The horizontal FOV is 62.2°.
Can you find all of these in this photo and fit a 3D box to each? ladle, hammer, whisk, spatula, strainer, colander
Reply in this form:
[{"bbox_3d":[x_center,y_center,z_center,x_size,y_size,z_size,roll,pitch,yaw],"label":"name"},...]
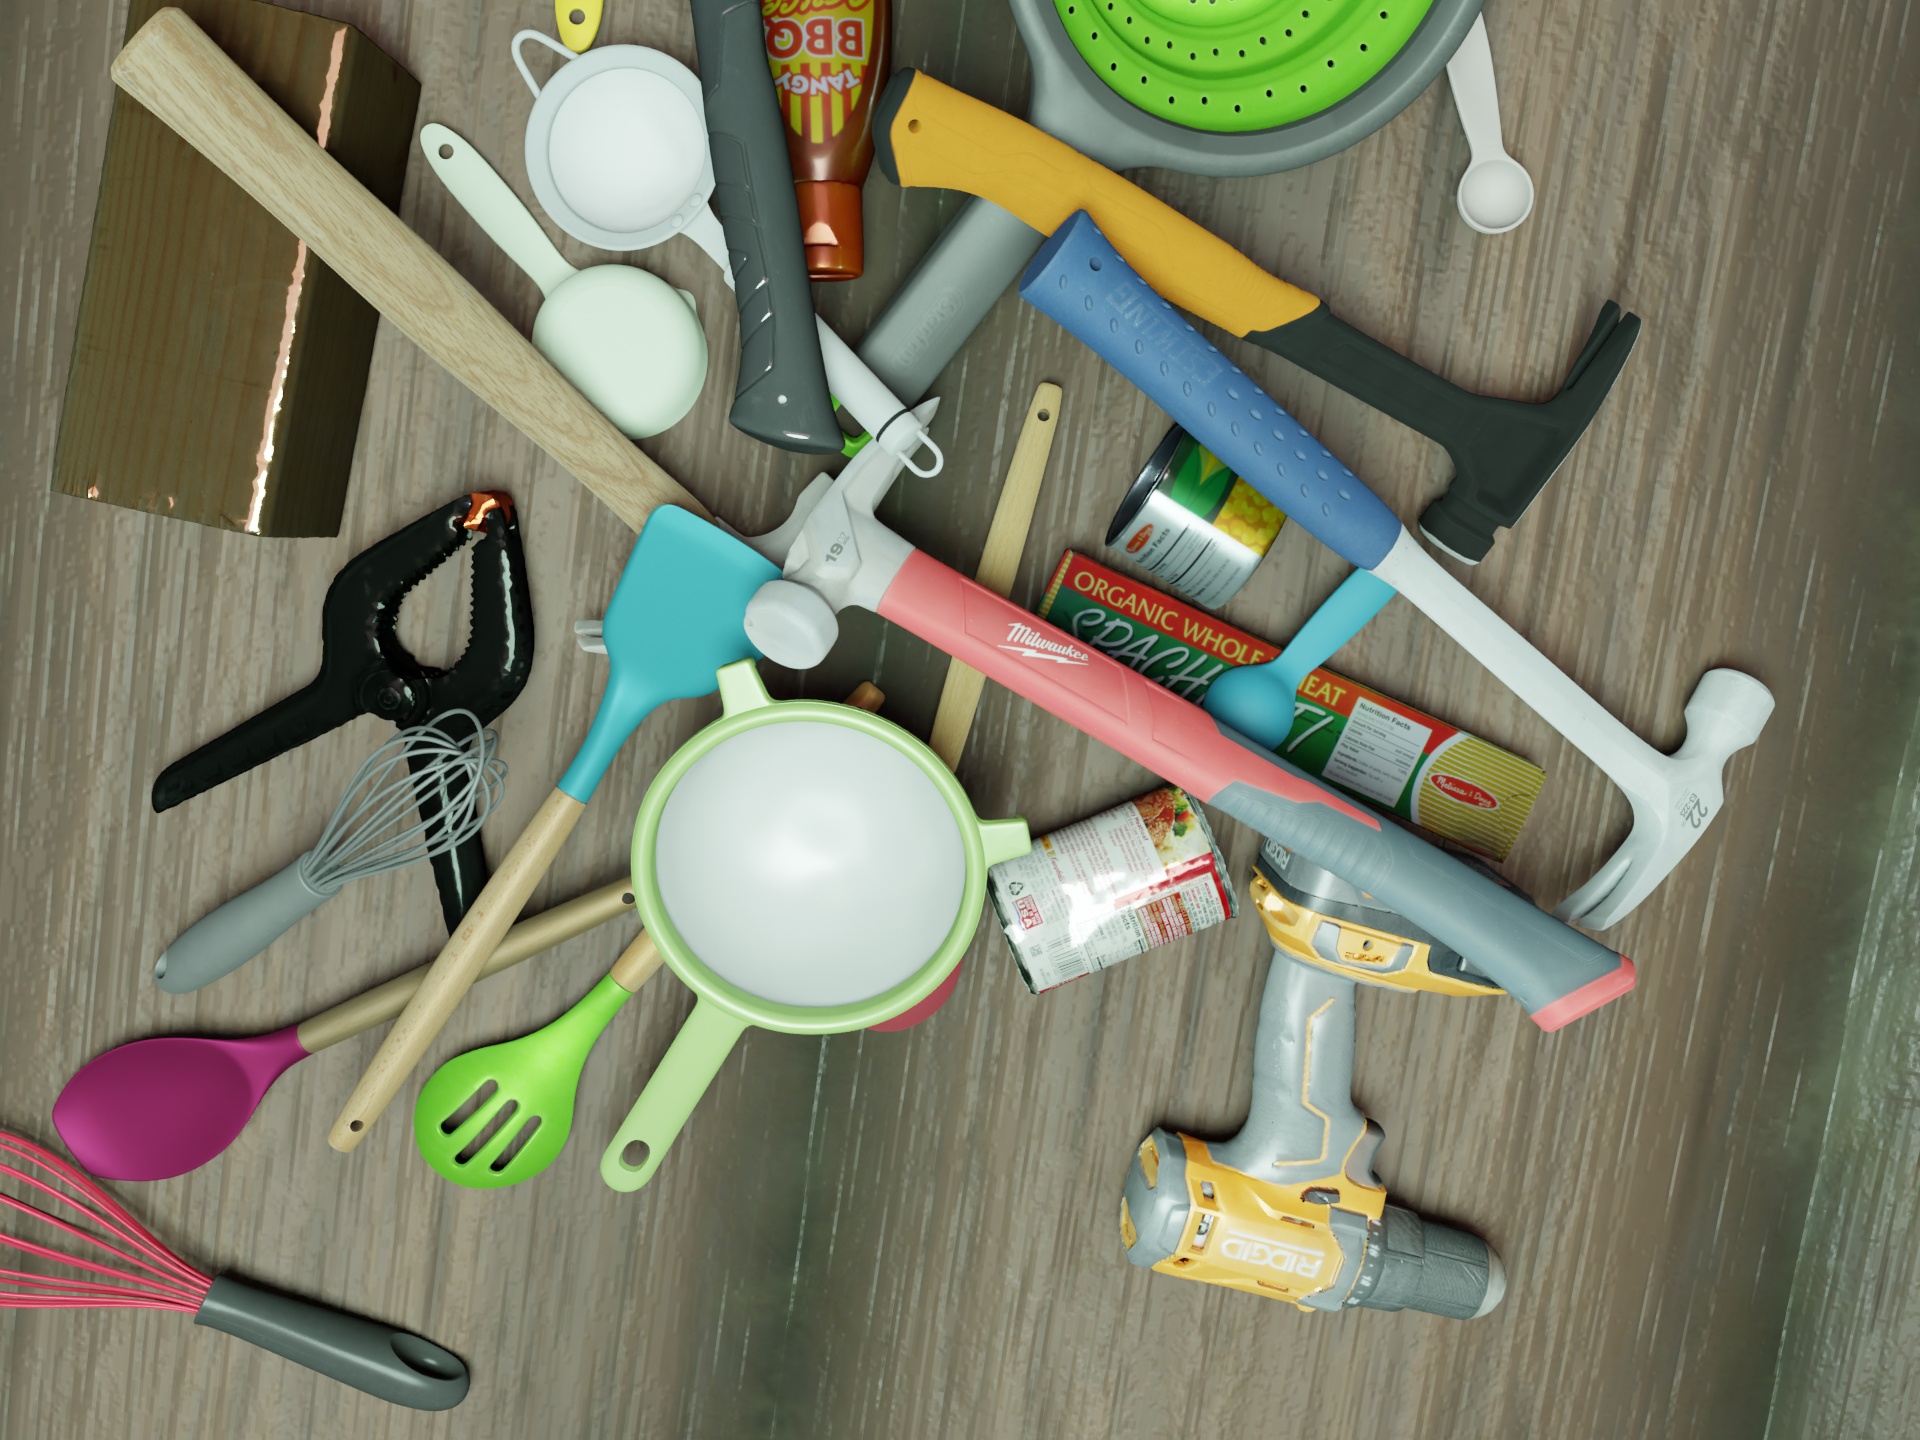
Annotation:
[{"bbox_3d":[-0.001,-0.002,0.739,0.069,0.031,0.315,16,94,-2],"label":"ladle"},{"bbox_3d":[-0.192,-0.145,0.651,0.130,0.031,0.331,-45,119,4],"label":"hammer"},{"bbox_3d":[-0.369,0.262,0.737,0.295,0.073,0.073,25,95,-10],"label":"whisk"},{"bbox_3d":[-0.182,0.055,0.687,0.082,0.044,0.317,33,90,-24],"label":"spatula"},{"bbox_3d":[-0.098,-0.197,0.684,0.087,0.050,0.258,-44,83,6],"label":"strainer"},{"bbox_3d":[0.186,-0.063,0.681,0.405,0.035,0.144,36,80,-17],"label":"hammer"},{"bbox_3d":[-0.280,0.064,0.692,0.239,0.055,0.055,-31,98,25],"label":"whisk"},{"bbox_3d":[0.120,-0.186,0.668,0.336,0.034,0.127,23,117,-16],"label":"hammer"},{"bbox_3d":[0.109,0.004,0.671,0.386,0.038,0.143,30,58,2],"label":"hammer"},{"bbox_3d":[-0.087,-0.273,0.647,0.146,0.035,0.335,-10,89,2],"label":"hammer"},{"bbox_3d":[-0.090,0.099,0.713,0.151,0.069,0.256,30,106,-7],"label":"strainer"},{"bbox_3d":[0.062,-0.281,0.684,0.204,0.095,0.397,34,113,-21],"label":"colander"}]

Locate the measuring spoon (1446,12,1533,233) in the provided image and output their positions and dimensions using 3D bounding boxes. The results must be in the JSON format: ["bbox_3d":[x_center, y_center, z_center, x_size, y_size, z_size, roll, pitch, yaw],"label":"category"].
[{"bbox_3d":[0.233,-0.281,0.724,0.034,0.018,0.124,-11,90,-1],"label":"measuring spoon"}]

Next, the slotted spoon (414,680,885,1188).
[{"bbox_3d":[-0.143,0.102,0.744,0.070,0.031,0.314,41,92,-11],"label":"slotted spoon"}]

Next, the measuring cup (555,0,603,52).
[{"bbox_3d":[-0.165,-0.372,0.686,0.062,0.029,0.156,3,94,-3],"label":"measuring cup"}]

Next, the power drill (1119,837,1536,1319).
[{"bbox_3d":[0.193,0.171,0.741,0.185,0.084,0.226,16,99,-6],"label":"power drill"}]

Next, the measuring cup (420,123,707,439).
[{"bbox_3d":[-0.182,-0.198,0.701,0.083,0.038,0.167,-41,99,2],"label":"measuring cup"}]

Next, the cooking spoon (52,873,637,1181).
[{"bbox_3d":[-0.278,0.136,0.730,0.319,0.017,0.068,-24,103,8],"label":"cooking spoon"}]

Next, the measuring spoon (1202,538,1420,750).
[{"bbox_3d":[0.161,-0.034,0.712,0.042,0.021,0.128,44,93,-6],"label":"measuring spoon"}]
